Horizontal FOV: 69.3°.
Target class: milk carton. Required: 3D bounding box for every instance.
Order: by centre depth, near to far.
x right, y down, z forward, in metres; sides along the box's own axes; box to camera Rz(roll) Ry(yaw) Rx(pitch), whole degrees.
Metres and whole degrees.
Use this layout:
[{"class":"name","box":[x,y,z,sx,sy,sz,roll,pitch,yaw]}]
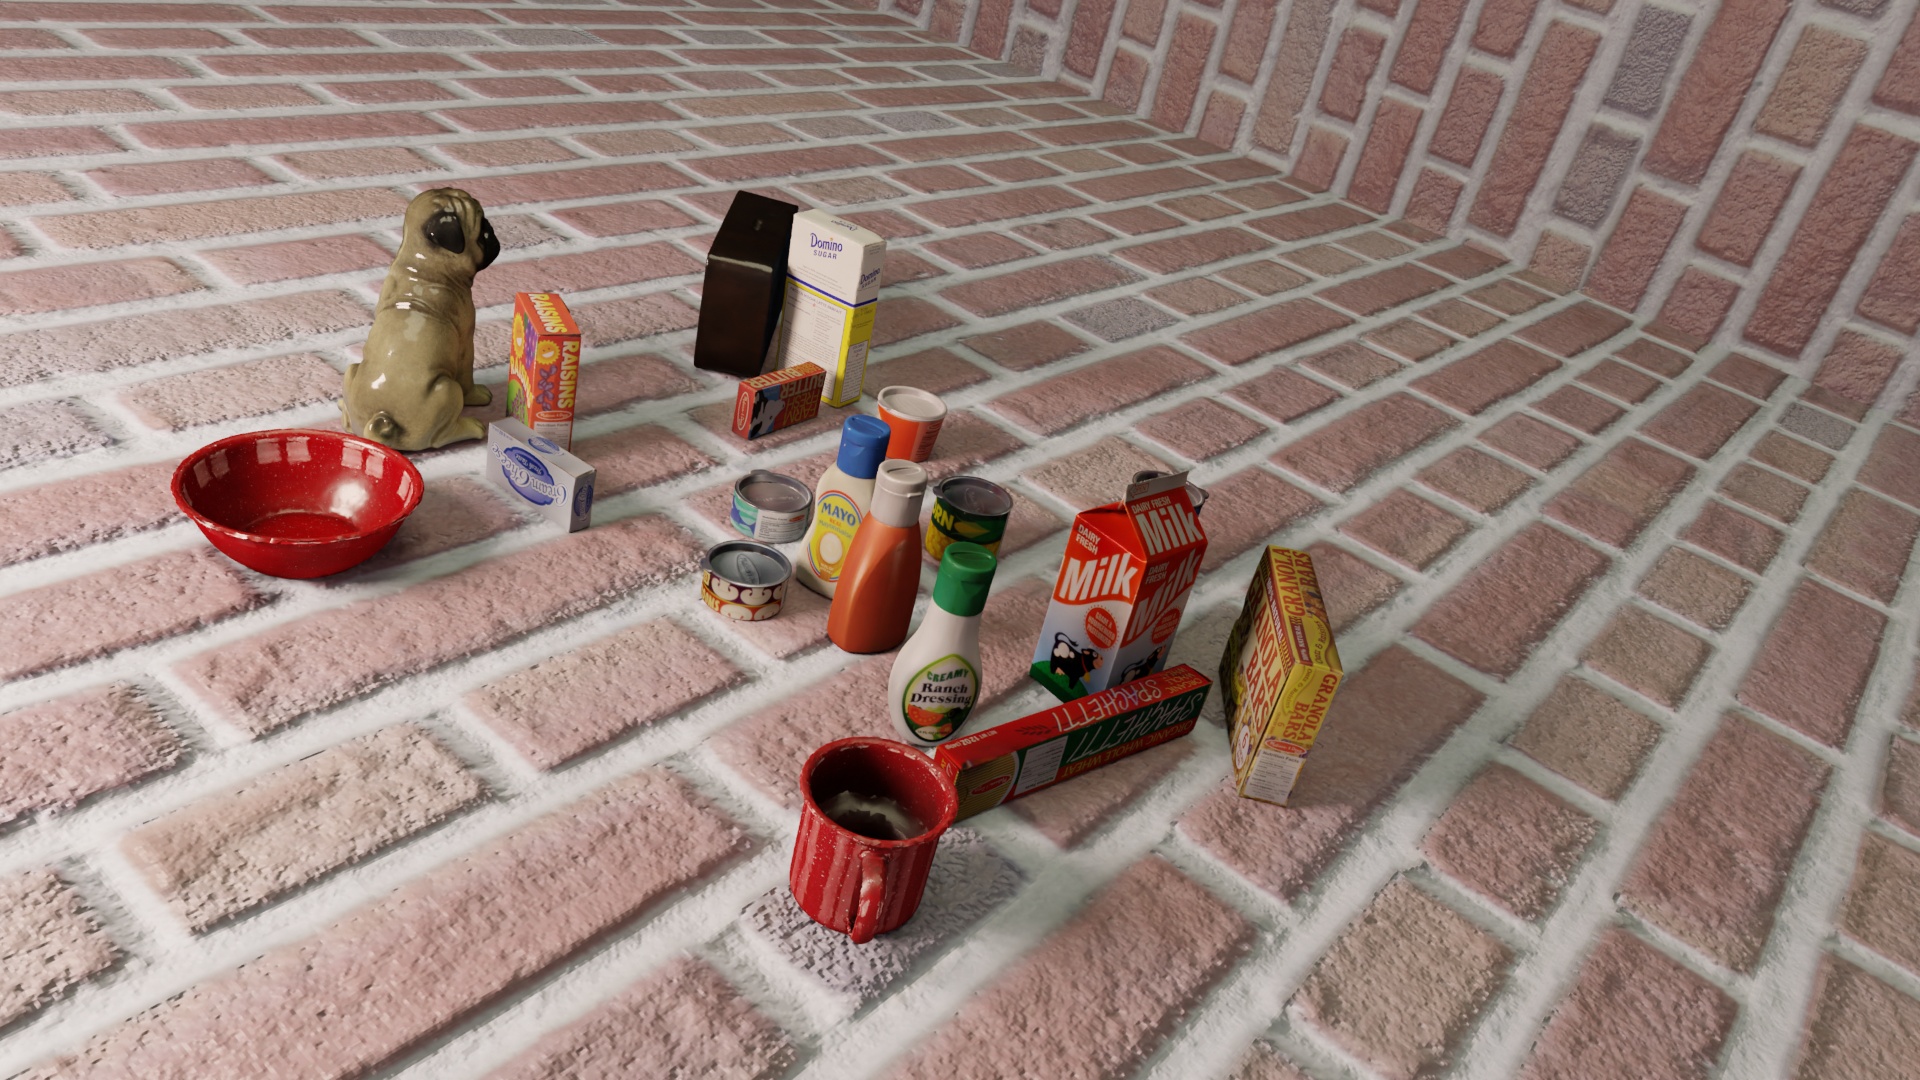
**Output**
[{"class":"milk carton","box":[0.120,0.035,1.027,0.072,0.189,0.073,-15,40,-42]}]

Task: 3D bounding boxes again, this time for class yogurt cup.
[{"class":"yogurt cup","box":[-0.051,-0.111,1.340,0.072,0.053,0.073,11,29,-6]}]

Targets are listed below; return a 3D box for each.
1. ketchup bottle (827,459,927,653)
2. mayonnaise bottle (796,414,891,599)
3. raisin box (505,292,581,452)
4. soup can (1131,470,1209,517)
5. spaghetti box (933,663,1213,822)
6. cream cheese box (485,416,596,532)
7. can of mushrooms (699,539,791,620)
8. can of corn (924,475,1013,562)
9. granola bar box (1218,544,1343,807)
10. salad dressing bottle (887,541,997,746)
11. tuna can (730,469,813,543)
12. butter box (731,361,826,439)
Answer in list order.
[{"class":"ketchup bottle","box":[-0.056,0.013,1.029,0.065,0.148,0.043,-9,37,-36]},{"class":"mayonnaise bottle","box":[-0.086,-0.025,1.081,0.065,0.147,0.041,25,31,17]},{"class":"raisin box","box":[-0.354,-0.137,1.178,0.040,0.122,0.086,-3,34,-29]},{"class":"soup can","box":[0.176,-0.010,1.240,0.071,0.083,0.072,11,29,-6]},{"class":"spaghetti box","box":[0.081,0.139,0.974,0.251,0.050,0.029,-12,39,-39]},{"class":"cream cheese box","box":[-0.336,-0.053,1.112,0.104,0.053,0.024,29,32,24]},{"class":"can of mushrooms","box":[-0.167,0.030,1.066,0.071,0.033,0.071,11,29,-6]},{"class":"can of corn","box":[0.004,-0.015,1.196,0.071,0.058,0.071,11,29,-6]},{"class":"granola bar box","box":[0.235,0.097,1.041,0.039,0.123,0.166,13,29,-3]},{"class":"salad dressing bottle","box":[-0.010,0.071,0.950,0.064,0.147,0.044,4,31,-18]},{"class":"tuna can","box":[-0.161,-0.029,1.171,0.071,0.032,0.071,11,29,-6]},{"class":"butter box","box":[-0.173,-0.134,1.326,0.024,0.052,0.104,30,32,25]}]
